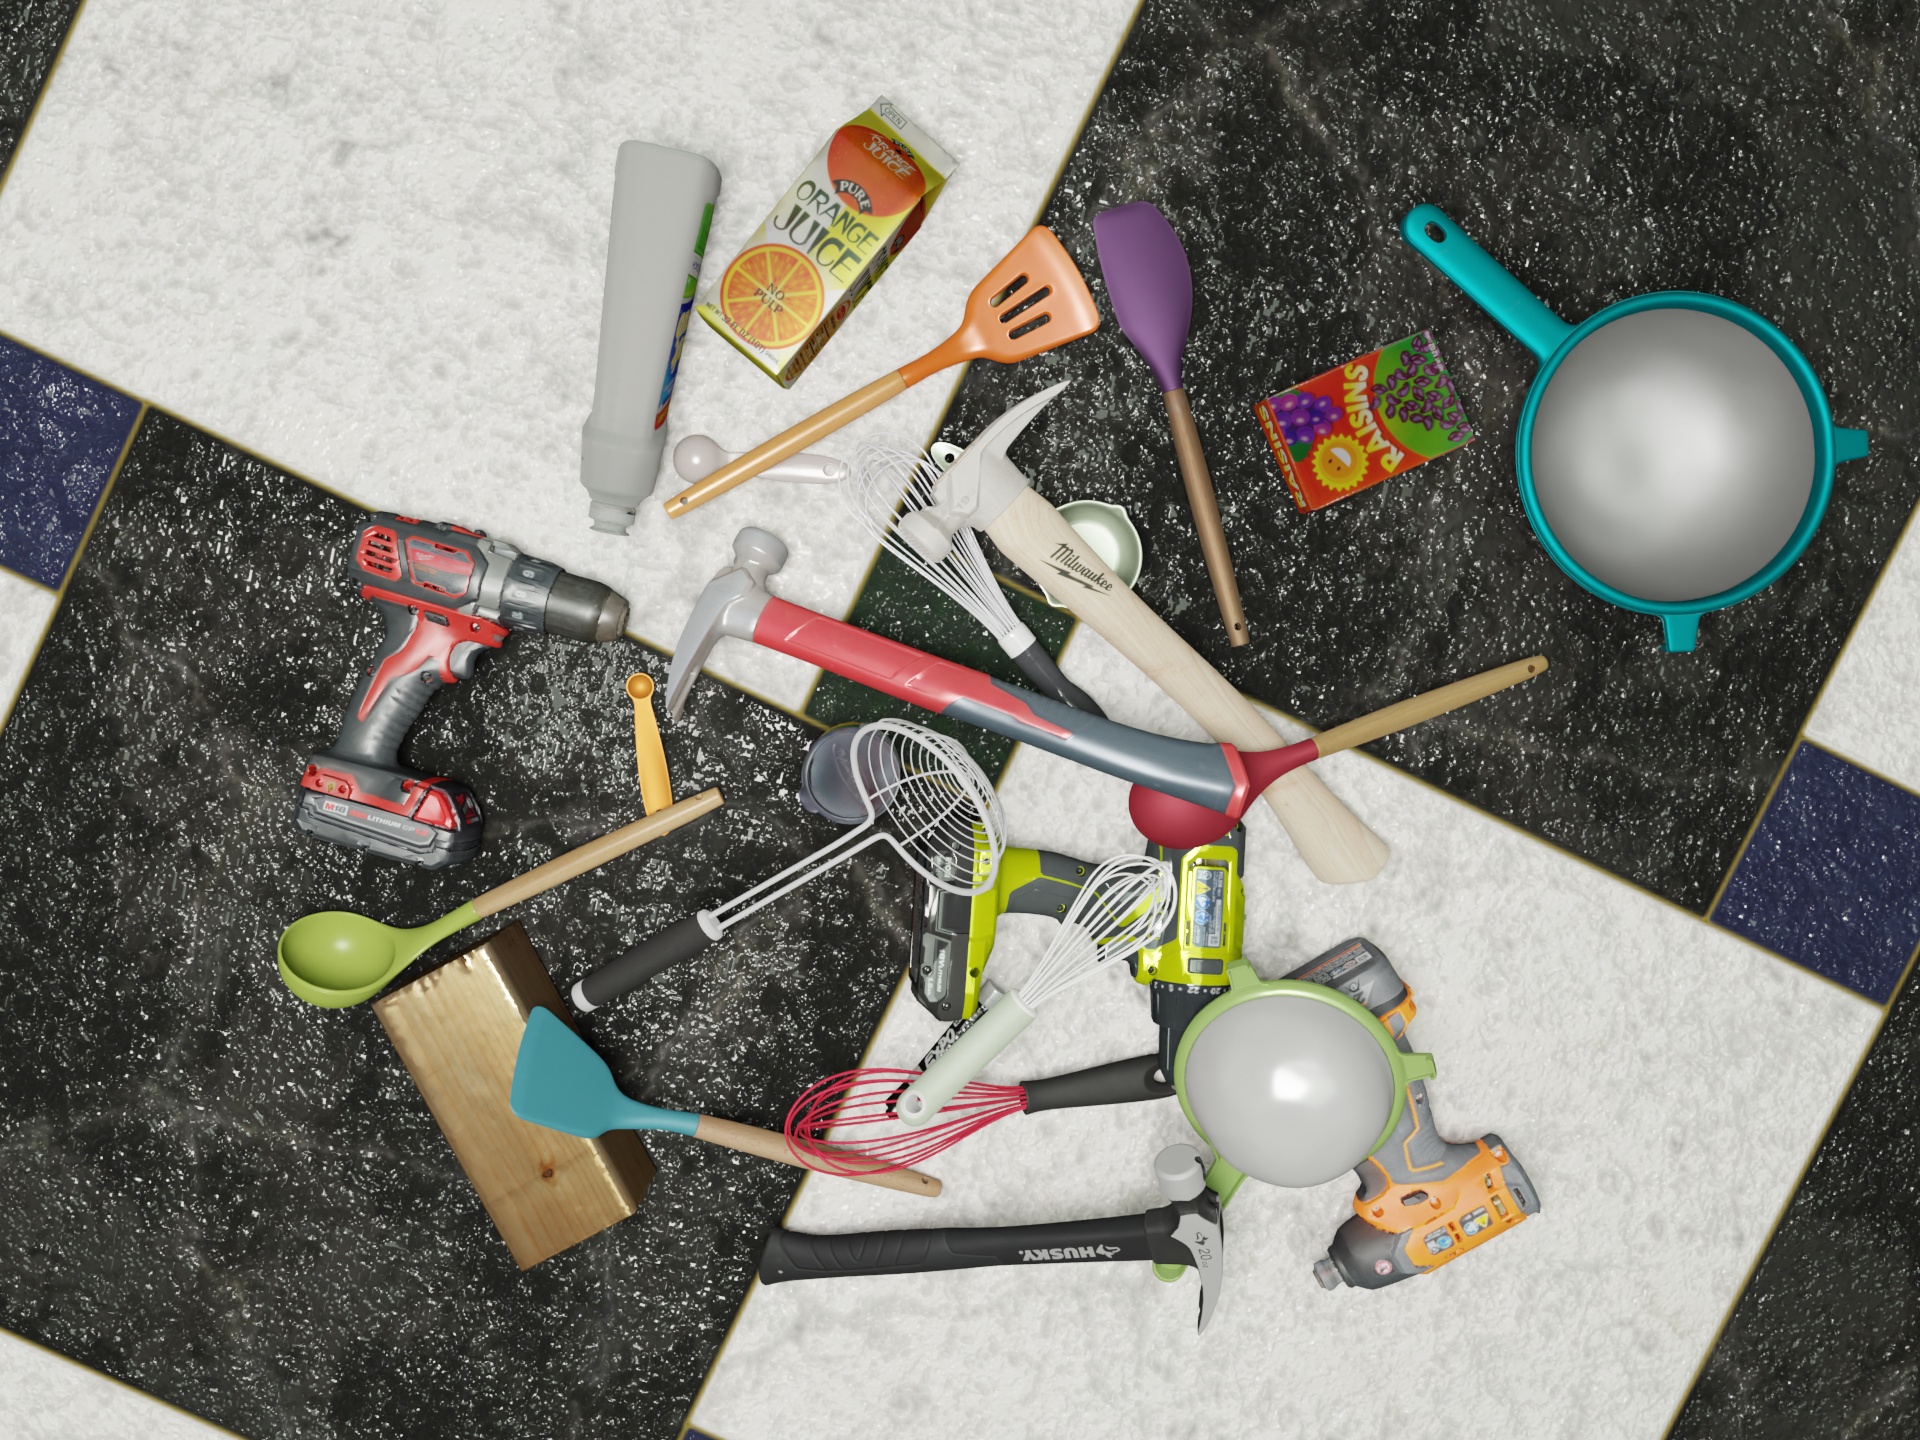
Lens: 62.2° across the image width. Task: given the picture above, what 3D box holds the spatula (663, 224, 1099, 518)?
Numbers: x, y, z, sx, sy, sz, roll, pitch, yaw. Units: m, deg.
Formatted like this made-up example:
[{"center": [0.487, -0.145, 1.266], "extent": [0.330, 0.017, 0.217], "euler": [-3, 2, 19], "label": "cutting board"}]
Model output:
[{"center": [-0.061, -0.223, 1.085], "extent": [0.322, 0.041, 0.081], "euler": [-30, 94, -3], "label": "spatula"}]

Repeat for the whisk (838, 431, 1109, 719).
[{"center": [0.018, -0.080, 1.097], "extent": [0.070, 0.070, 0.284], "euler": [-39, 98, 2], "label": "whisk"}]

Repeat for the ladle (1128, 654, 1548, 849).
[{"center": [0.262, 0.012, 1.077], "extent": [0.315, 0.031, 0.069], "euler": [-20, 95, -11], "label": "ladle"}]

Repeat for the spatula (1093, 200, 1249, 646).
[{"center": [0.157, -0.205, 1.107], "extent": [0.060, 0.018, 0.316], "euler": [-15, 93, -1], "label": "spatula"}]

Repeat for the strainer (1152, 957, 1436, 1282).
[{"center": [0.189, 0.292, 1.048], "extent": [0.151, 0.069, 0.256], "euler": [27, 112, 2], "label": "strainer"}]

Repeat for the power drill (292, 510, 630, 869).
[{"center": [-0.341, -0.016, 1.085], "extent": [0.188, 0.080, 0.227], "euler": [16, 90, -2], "label": "power drill"}]

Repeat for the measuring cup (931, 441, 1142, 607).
[{"center": [0.049, -0.139, 1.101], "extent": [0.167, 0.038, 0.083], "euler": [36, 92, -1], "label": "measuring cup"}]

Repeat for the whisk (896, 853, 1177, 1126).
[{"center": [0.047, 0.176, 1.025], "extent": [0.246, 0.059, 0.058], "euler": [-45, 69, 10], "label": "whisk"}]

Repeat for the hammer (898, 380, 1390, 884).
[{"center": [0.152, -0.042, 1.079], "extent": [0.410, 0.038, 0.146], "euler": [43, 87, -12], "label": "hammer"}]

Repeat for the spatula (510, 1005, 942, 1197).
[{"center": [-0.153, 0.280, 1.087], "extent": [0.317, 0.082, 0.044], "euler": [20, 131, -18], "label": "spatula"}]

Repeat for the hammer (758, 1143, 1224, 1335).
[{"center": [0.016, 0.364, 1.087], "extent": [0.335, 0.035, 0.146], "euler": [-9, 118, 17], "label": "hammer"}]

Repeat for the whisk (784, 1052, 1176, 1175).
[{"center": [0.025, 0.264, 1.103], "extent": [0.295, 0.073, 0.073], "euler": [-6, 94, -13], "label": "whisk"}]

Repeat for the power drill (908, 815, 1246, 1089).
[{"center": [0.083, 0.154, 1.091], "extent": [0.228, 0.080, 0.190], "euler": [4, 89, -7], "label": "power drill"}]

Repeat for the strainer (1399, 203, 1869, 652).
[{"center": [0.417, -0.217, 1.074], "extent": [0.340, 0.095, 0.211], "euler": [42, 89, -1], "label": "strainer"}]

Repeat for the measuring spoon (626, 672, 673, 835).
[{"center": [-0.218, 0.024, 1.122], "extent": [0.021, 0.011, 0.117], "euler": [-8, 97, 0], "label": "measuring spoon"}]

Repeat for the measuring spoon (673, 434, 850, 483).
[{"center": [-0.138, -0.178, 1.104], "extent": [0.124, 0.018, 0.034], "euler": [4, 93, -2], "label": "measuring spoon"}]

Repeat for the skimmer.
[{"center": [-0.128, 0.117, 1.036], "extent": [0.363, 0.090, 0.127], "euler": [-30, 97, 19], "label": "skimmer"}]

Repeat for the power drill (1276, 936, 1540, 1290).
[{"center": [0.281, 0.286, 1.110], "extent": [0.164, 0.084, 0.226], "euler": [-31, 97, 3], "label": "power drill"}]

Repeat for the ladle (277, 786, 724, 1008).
[{"center": [-0.316, 0.112, 1.099], "extent": [0.320, 0.078, 0.062], "euler": [-25, 134, -2], "label": "ladle"}]

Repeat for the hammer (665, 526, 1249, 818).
[{"center": [-0.002, -0.003, 1.044], "extent": [0.386, 0.038, 0.143], "euler": [21, 72, 11], "label": "hammer"}]
